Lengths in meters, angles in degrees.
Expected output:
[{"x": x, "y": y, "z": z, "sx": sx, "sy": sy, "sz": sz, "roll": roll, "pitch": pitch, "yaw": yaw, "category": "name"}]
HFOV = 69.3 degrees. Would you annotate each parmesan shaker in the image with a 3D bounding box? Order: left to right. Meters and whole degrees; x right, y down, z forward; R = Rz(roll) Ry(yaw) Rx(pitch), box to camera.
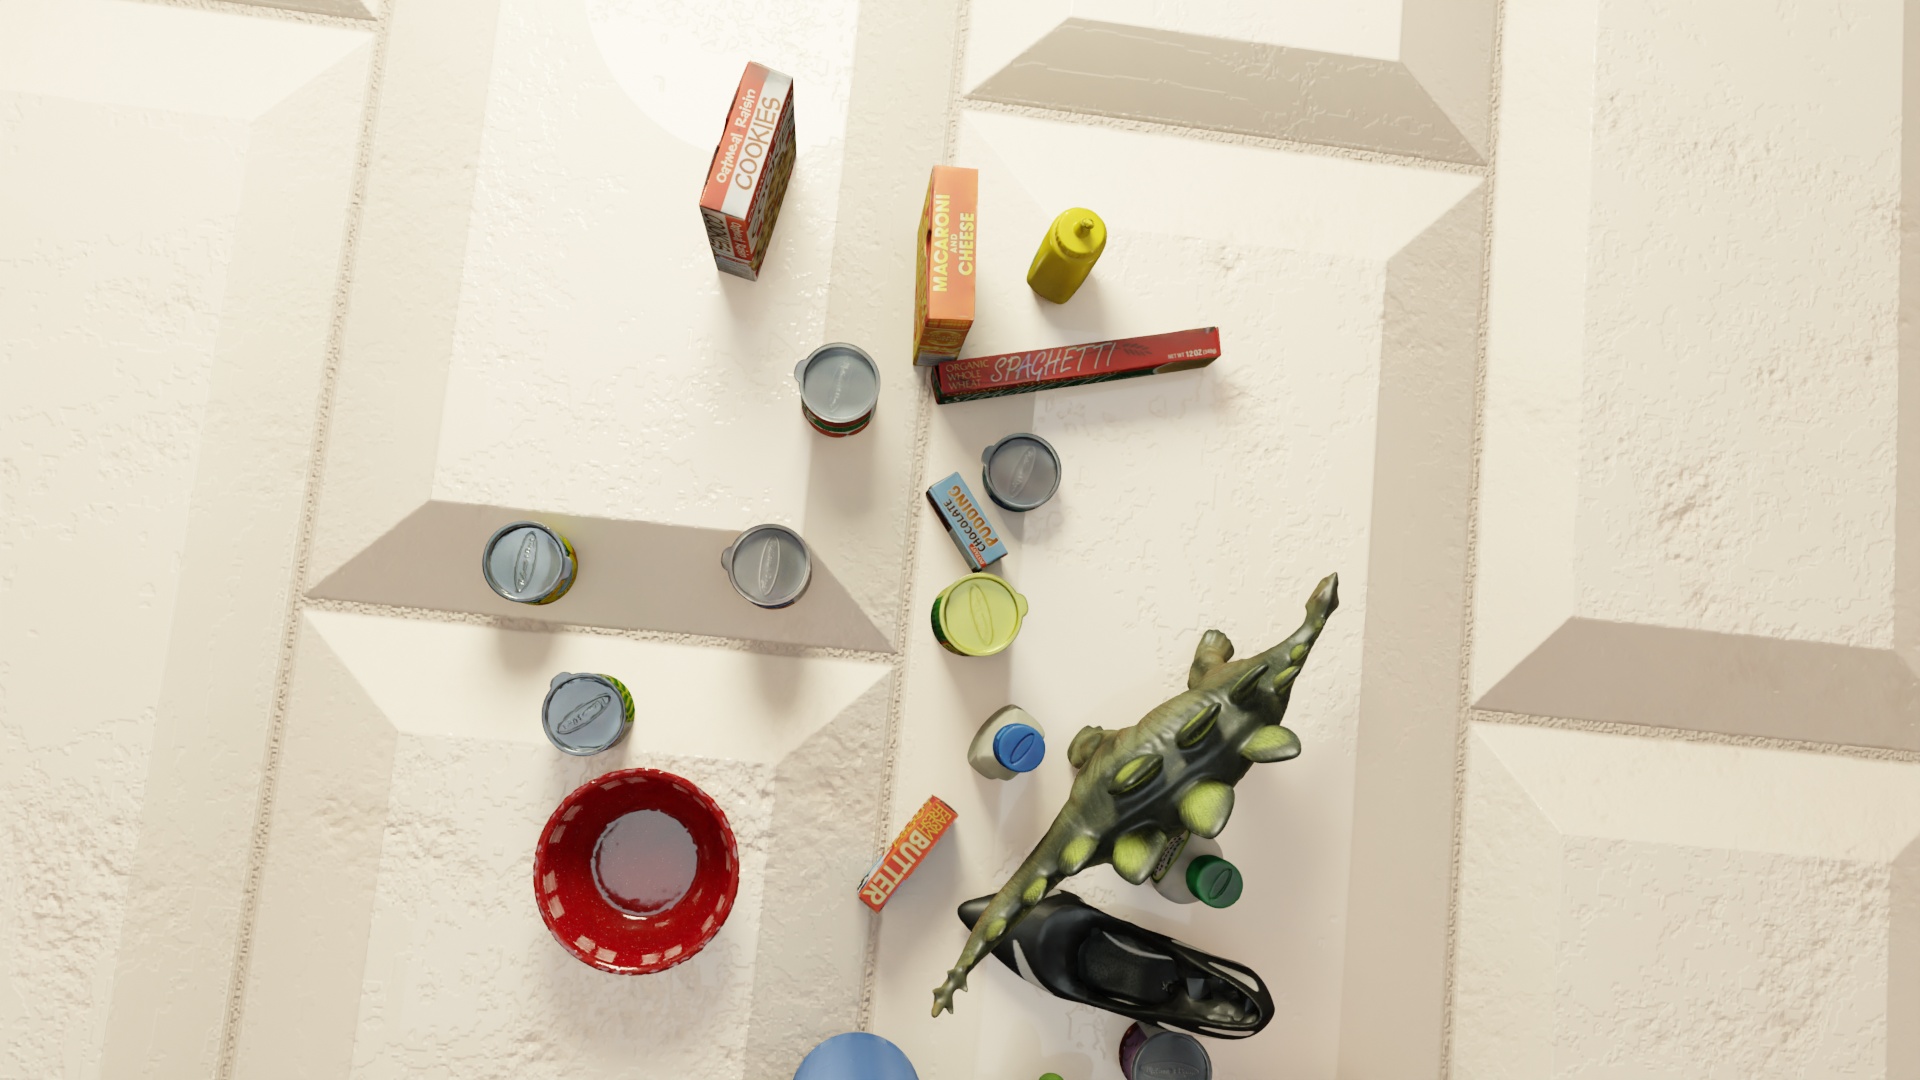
[{"x": 0.014, "y": 0.063, "z": 1.145, "sx": 0.071, "sy": 0.103, "sz": 0.071, "roll": 1, "pitch": 84, "yaw": -5, "category": "parmesan shaker"}]

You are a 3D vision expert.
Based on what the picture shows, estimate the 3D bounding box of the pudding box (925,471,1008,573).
[{"x": 0.004, "y": -0.015, "z": 1.179, "sx": 0.030, "sy": 0.049, "sz": 0.083, "roll": -32, "pitch": 88, "yaw": -8, "category": "pudding box"}]

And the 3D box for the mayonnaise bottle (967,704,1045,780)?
[{"x": 0.039, "y": 0.164, "z": 1.114, "sx": 0.041, "sy": 0.148, "sz": 0.065, "roll": 38, "pitch": 82, "yaw": -1, "category": "mayonnaise bottle"}]

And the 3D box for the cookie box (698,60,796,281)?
[{"x": -0.171, "y": -0.296, "z": 1.133, "sx": 0.040, "sy": 0.167, "sz": 0.123, "roll": 17, "pitch": 83, "yaw": -4, "category": "cookie box"}]

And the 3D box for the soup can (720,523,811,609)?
[{"x": -0.158, "y": 0.022, "z": 1.142, "sx": 0.071, "sy": 0.083, "sz": 0.071, "roll": 1, "pitch": 84, "yaw": -5, "category": "soup can"}]

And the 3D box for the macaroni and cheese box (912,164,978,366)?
[{"x": -0.014, "y": -0.219, "z": 1.141, "sx": 0.040, "sy": 0.166, "sz": 0.124, "roll": 2, "pitch": 84, "yaw": -5, "category": "macaroni and cheese box"}]

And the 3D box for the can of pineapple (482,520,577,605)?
[{"x": -0.349, "y": 0.020, "z": 1.137, "sx": 0.071, "sy": 0.058, "sz": 0.071, "roll": 1, "pitch": 84, "yaw": -5, "category": "can of pineapple"}]

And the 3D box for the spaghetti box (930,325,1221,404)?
[{"x": 0.099, "y": -0.152, "z": 1.203, "sx": 0.250, "sy": 0.050, "sz": 0.028, "roll": -9, "pitch": 85, "yaw": -6, "category": "spaghetti box"}]

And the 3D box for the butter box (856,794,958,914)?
[{"x": -0.045, "y": 0.256, "z": 1.144, "sx": 0.024, "sy": 0.053, "sz": 0.103, "roll": 40, "pitch": 82, "yaw": -1, "category": "butter box"}]

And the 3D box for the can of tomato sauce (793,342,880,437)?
[{"x": -0.103, "y": -0.124, "z": 1.164, "sx": 0.071, "sy": 0.083, "sz": 0.071, "roll": 1, "pitch": 84, "yaw": -5, "category": "can of tomato sauce"}]

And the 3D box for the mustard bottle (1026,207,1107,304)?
[{"x": 0.093, "y": -0.244, "z": 1.157, "sx": 0.049, "sy": 0.160, "sz": 0.065, "roll": 31, "pitch": 82, "yaw": -2, "category": "mustard bottle"}]

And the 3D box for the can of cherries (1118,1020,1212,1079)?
[{"x": 0.166, "y": 0.433, "z": 1.142, "sx": 0.071, "sy": 0.058, "sz": 0.071, "roll": 1, "pitch": 84, "yaw": -5, "category": "can of cherries"}]

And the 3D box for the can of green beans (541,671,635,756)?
[{"x": -0.301, "y": 0.140, "z": 1.129, "sx": 0.071, "sy": 0.057, "sz": 0.071, "roll": 1, "pitch": 84, "yaw": -5, "category": "can of green beans"}]

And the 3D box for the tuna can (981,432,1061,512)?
[{"x": 0.050, "y": -0.059, "z": 1.197, "sx": 0.071, "sy": 0.033, "sz": 0.071, "roll": 1, "pitch": 84, "yaw": -5, "category": "tuna can"}]

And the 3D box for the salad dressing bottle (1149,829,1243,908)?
[{"x": 0.190, "y": 0.266, "z": 1.118, "sx": 0.044, "sy": 0.147, "sz": 0.064, "roll": 36, "pitch": 82, "yaw": -1, "category": "salad dressing bottle"}]
